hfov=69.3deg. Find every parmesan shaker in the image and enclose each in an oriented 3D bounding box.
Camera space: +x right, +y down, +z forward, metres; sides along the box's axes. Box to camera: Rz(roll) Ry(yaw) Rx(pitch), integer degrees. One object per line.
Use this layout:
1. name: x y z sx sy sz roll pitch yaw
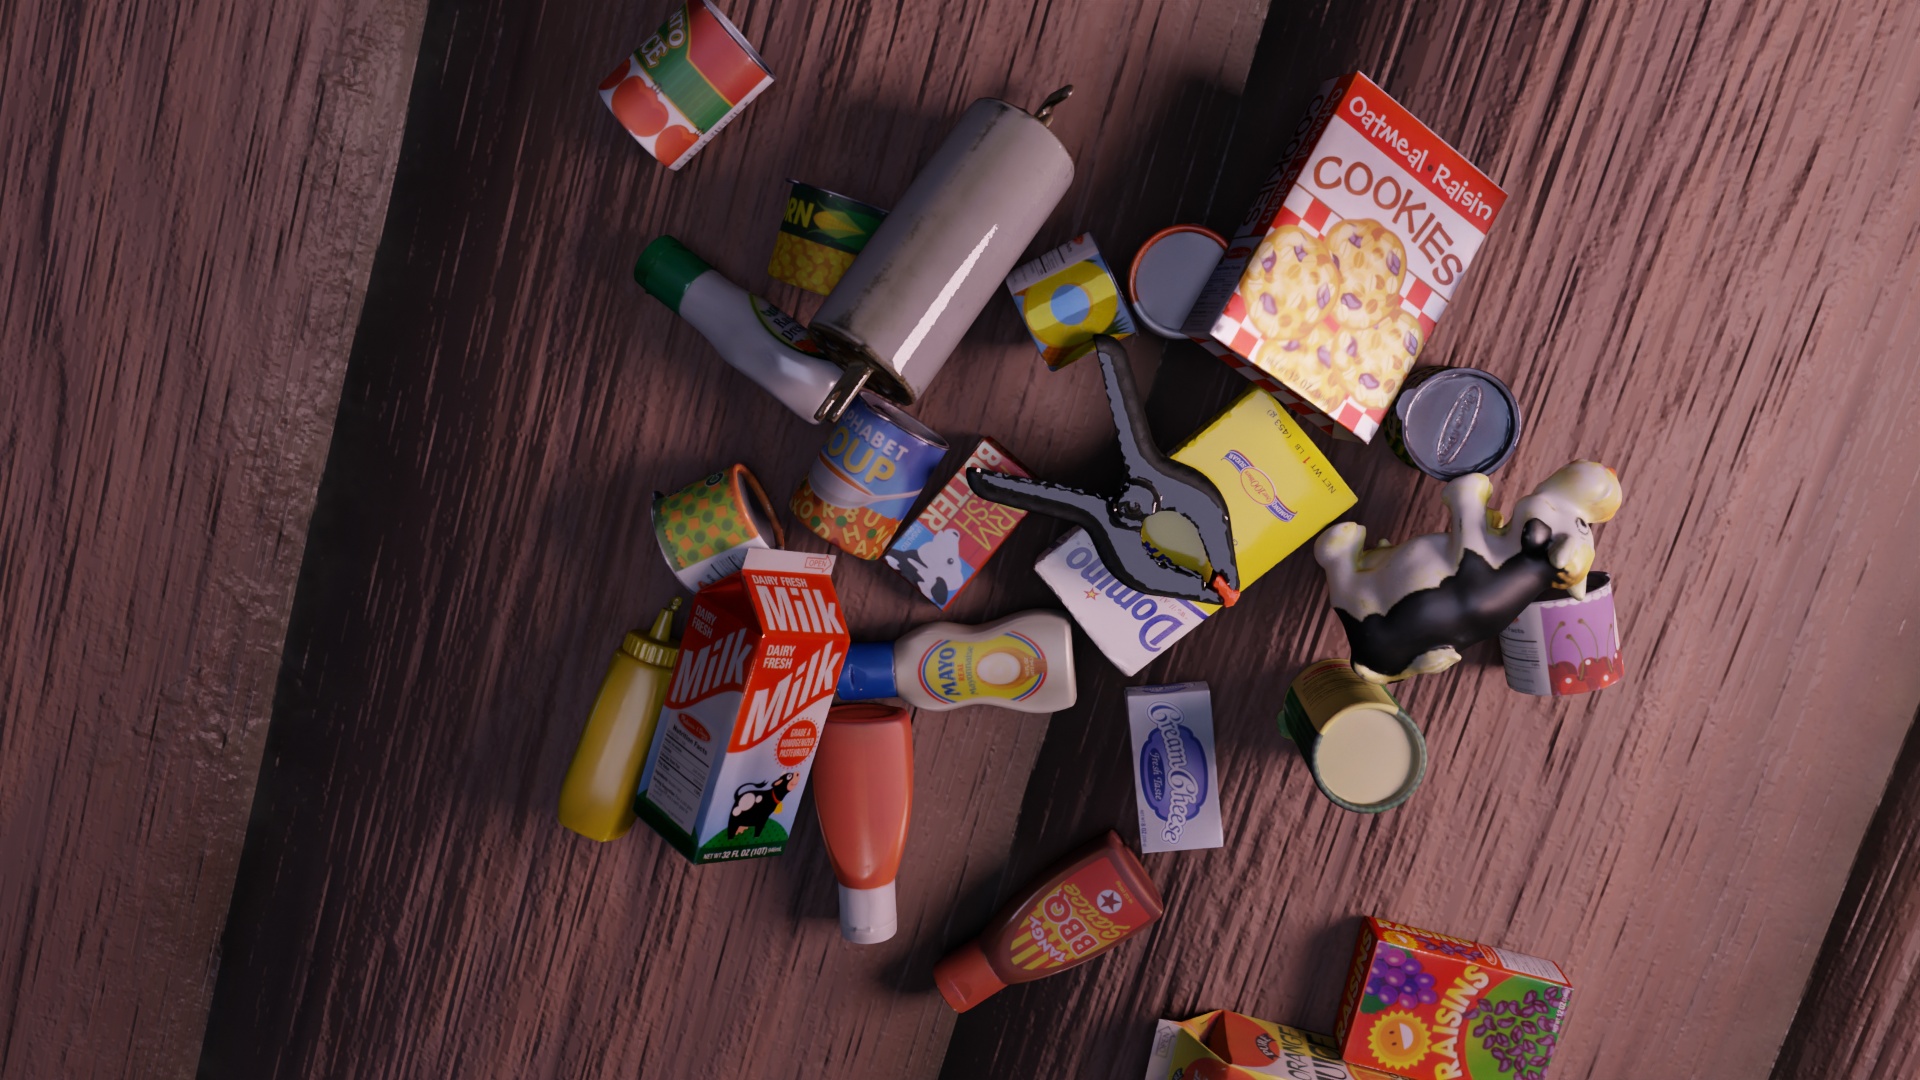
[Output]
1. parmesan shaker: 0.229 0.115 0.822 0.071 0.103 0.071 1 99 5

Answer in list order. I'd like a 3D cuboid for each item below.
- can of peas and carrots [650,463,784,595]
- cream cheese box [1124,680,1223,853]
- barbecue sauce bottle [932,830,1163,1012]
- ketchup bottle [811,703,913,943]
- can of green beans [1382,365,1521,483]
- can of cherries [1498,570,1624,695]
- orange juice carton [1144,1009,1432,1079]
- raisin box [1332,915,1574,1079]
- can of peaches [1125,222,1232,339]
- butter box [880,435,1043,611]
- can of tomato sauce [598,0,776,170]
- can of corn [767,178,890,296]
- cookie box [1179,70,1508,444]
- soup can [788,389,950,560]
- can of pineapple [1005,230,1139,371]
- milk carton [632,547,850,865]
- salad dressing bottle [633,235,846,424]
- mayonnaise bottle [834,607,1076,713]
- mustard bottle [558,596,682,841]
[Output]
1. can of peas and carrots: -0.150 -0.010 0.860 0.058 0.071 0.071 -24 95 8
2. cream cheese box: 0.135 0.142 0.875 0.053 0.024 0.103 -6 97 5
3. barbecue sauce bottle: 0.052 0.249 0.888 0.148 0.044 0.065 -34 95 9
4. ketchup bottle: -0.062 0.181 0.889 0.065 0.043 0.148 0 98 6
5. can of green beans: 0.286 -0.069 0.814 0.071 0.058 0.071 1 98 5
6. can of cherries: 0.356 0.054 0.821 0.071 0.071 0.058 -12 97 7
7. orange juice carton: 0.211 0.356 0.873 0.193 0.073 0.071 13 99 4
8. raisin box: 0.307 0.295 0.873 0.123 0.040 0.086 13 100 2
9. can of peaches: 0.131 -0.154 0.817 0.071 0.058 0.071 1 98 6
10. butter box: 0.003 -0.011 0.866 0.053 0.024 0.103 41 99 0
11. can of tomato sauce: -0.163 -0.273 0.823 0.083 0.071 0.071 -40 93 10
12. can of corn: -0.079 -0.177 0.829 0.071 0.071 0.058 19 100 3
13. cookie box: 0.217 -0.158 0.784 0.123 0.040 0.167 30 88 -21
14. soup can: -0.058 -0.040 0.844 0.071 0.071 0.083 33 100 0
15. can of pineapple: 0.066 -0.139 0.821 0.058 0.071 0.071 -25 95 9
16. milk carton: -0.130 0.096 0.856 0.073 0.072 0.190 26 103 41
17. salad dressing bottle: -0.132 -0.130 0.846 0.148 0.064 0.044 37 110 7
18. mayonnaise bottle: -0.003 0.078 0.870 0.148 0.041 0.064 -4 97 5
19. mustard bottle: -0.208 0.109 0.885 0.049 0.065 0.160 20 93 5
